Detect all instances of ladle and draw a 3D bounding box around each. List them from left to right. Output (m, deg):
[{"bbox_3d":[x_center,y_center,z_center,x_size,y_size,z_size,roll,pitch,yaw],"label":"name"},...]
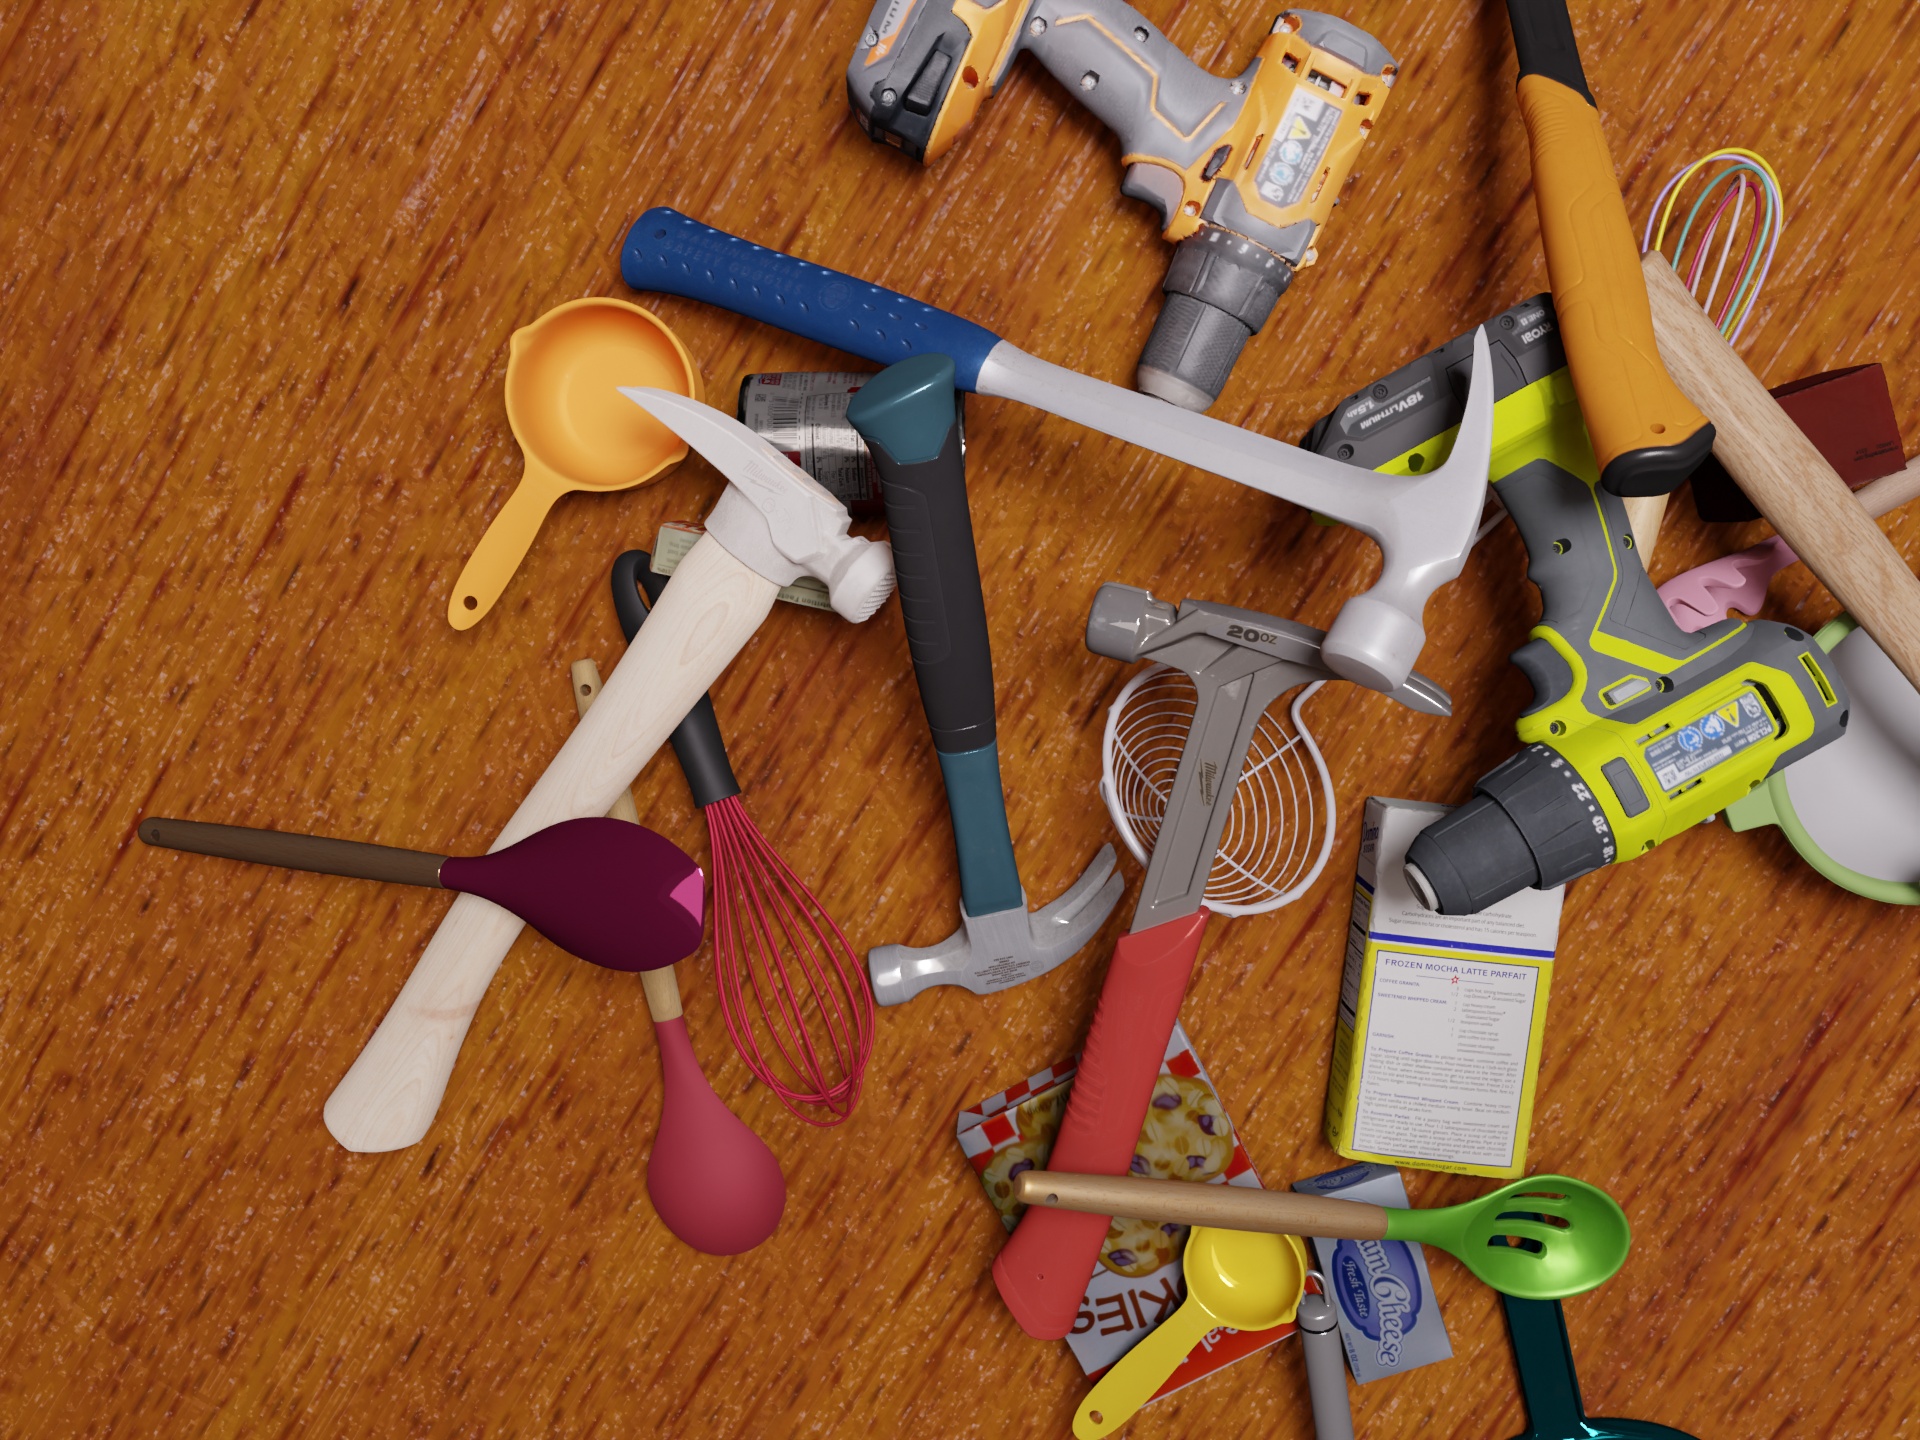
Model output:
[{"bbox_3d":[-0.151,0.123,0.795,0.069,0.031,0.315,-13,94,3],"label":"ladle"}]

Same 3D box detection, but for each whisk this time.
[{"bbox_3d":[-0.110,0.057,0.771,0.073,0.073,0.296,-20,90,3],"label":"whisk"},{"bbox_3d":[0.320,-0.130,0.718,0.047,0.051,0.245,-2,110,-31],"label":"whisk"}]

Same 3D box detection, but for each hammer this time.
[{"bbox_3d":[-0.197,0.042,0.746,0.146,0.038,0.410,39,107,5],"label":"hammer"},{"bbox_3d":[-0.001,-0.002,0.694,0.128,0.033,0.330,-11,128,-2],"label":"hammer"},{"bbox_3d":[0.026,-0.151,0.675,0.406,0.035,0.144,25,79,22],"label":"hammer"},{"bbox_3d":[0.089,0.125,0.701,0.149,0.037,0.359,18,110,12],"label":"hammer"},{"bbox_3d":[0.244,-0.241,0.662,0.127,0.034,0.337,-3,65,2],"label":"hammer"},{"bbox_3d":[0.389,-0.068,0.684,0.130,0.031,0.331,-41,97,9],"label":"hammer"}]

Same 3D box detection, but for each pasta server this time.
[{"bbox_3d":[0.451,-0.106,0.753,0.316,0.060,0.040,-29,54,2],"label":"pasta server"}]

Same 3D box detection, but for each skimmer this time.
[{"bbox_3d":[0.215,-0.061,0.734,0.363,0.090,0.127,-44,91,5],"label":"skimmer"}]

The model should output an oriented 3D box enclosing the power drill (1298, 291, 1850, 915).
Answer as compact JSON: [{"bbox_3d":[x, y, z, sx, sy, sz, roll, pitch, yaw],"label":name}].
[{"bbox_3d":[0.239,-0.044,0.681,0.190,0.080,0.228,-28,87,-1],"label":"power drill"}]

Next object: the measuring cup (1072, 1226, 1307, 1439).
[{"bbox_3d":[0.107,0.293,0.771,0.062,0.029,0.156,43,108,13],"label":"measuring cup"}]

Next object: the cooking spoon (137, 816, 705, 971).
[{"bbox_3d":[-0.260,0.069,0.741,0.319,0.017,0.069,5,98,21],"label":"cooking spoon"}]

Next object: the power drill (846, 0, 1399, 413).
[{"bbox_3d":[0.061,-0.259,0.723,0.226,0.084,0.185,24,97,-6],"label":"power drill"}]

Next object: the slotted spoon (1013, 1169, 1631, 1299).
[{"bbox_3d":[0.170,0.225,0.727,0.313,0.031,0.070,11,108,-19],"label":"slotted spoon"}]

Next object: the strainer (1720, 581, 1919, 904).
[{"bbox_3d":[0.458,-0.043,0.739,0.151,0.069,0.256,19,99,-2],"label":"strainer"}]

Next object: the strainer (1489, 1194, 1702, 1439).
[{"bbox_3d":[0.318,0.408,0.783,0.211,0.095,0.340,-14,97,3],"label":"strainer"}]

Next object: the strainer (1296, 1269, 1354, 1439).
[{"bbox_3d":[0.193,0.384,0.793,0.087,0.050,0.258,-2,108,28],"label":"strainer"}]

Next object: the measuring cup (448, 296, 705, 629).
[{"bbox_3d":[-0.188,-0.117,0.756,0.095,0.052,0.173,34,98,-3],"label":"measuring cup"}]
